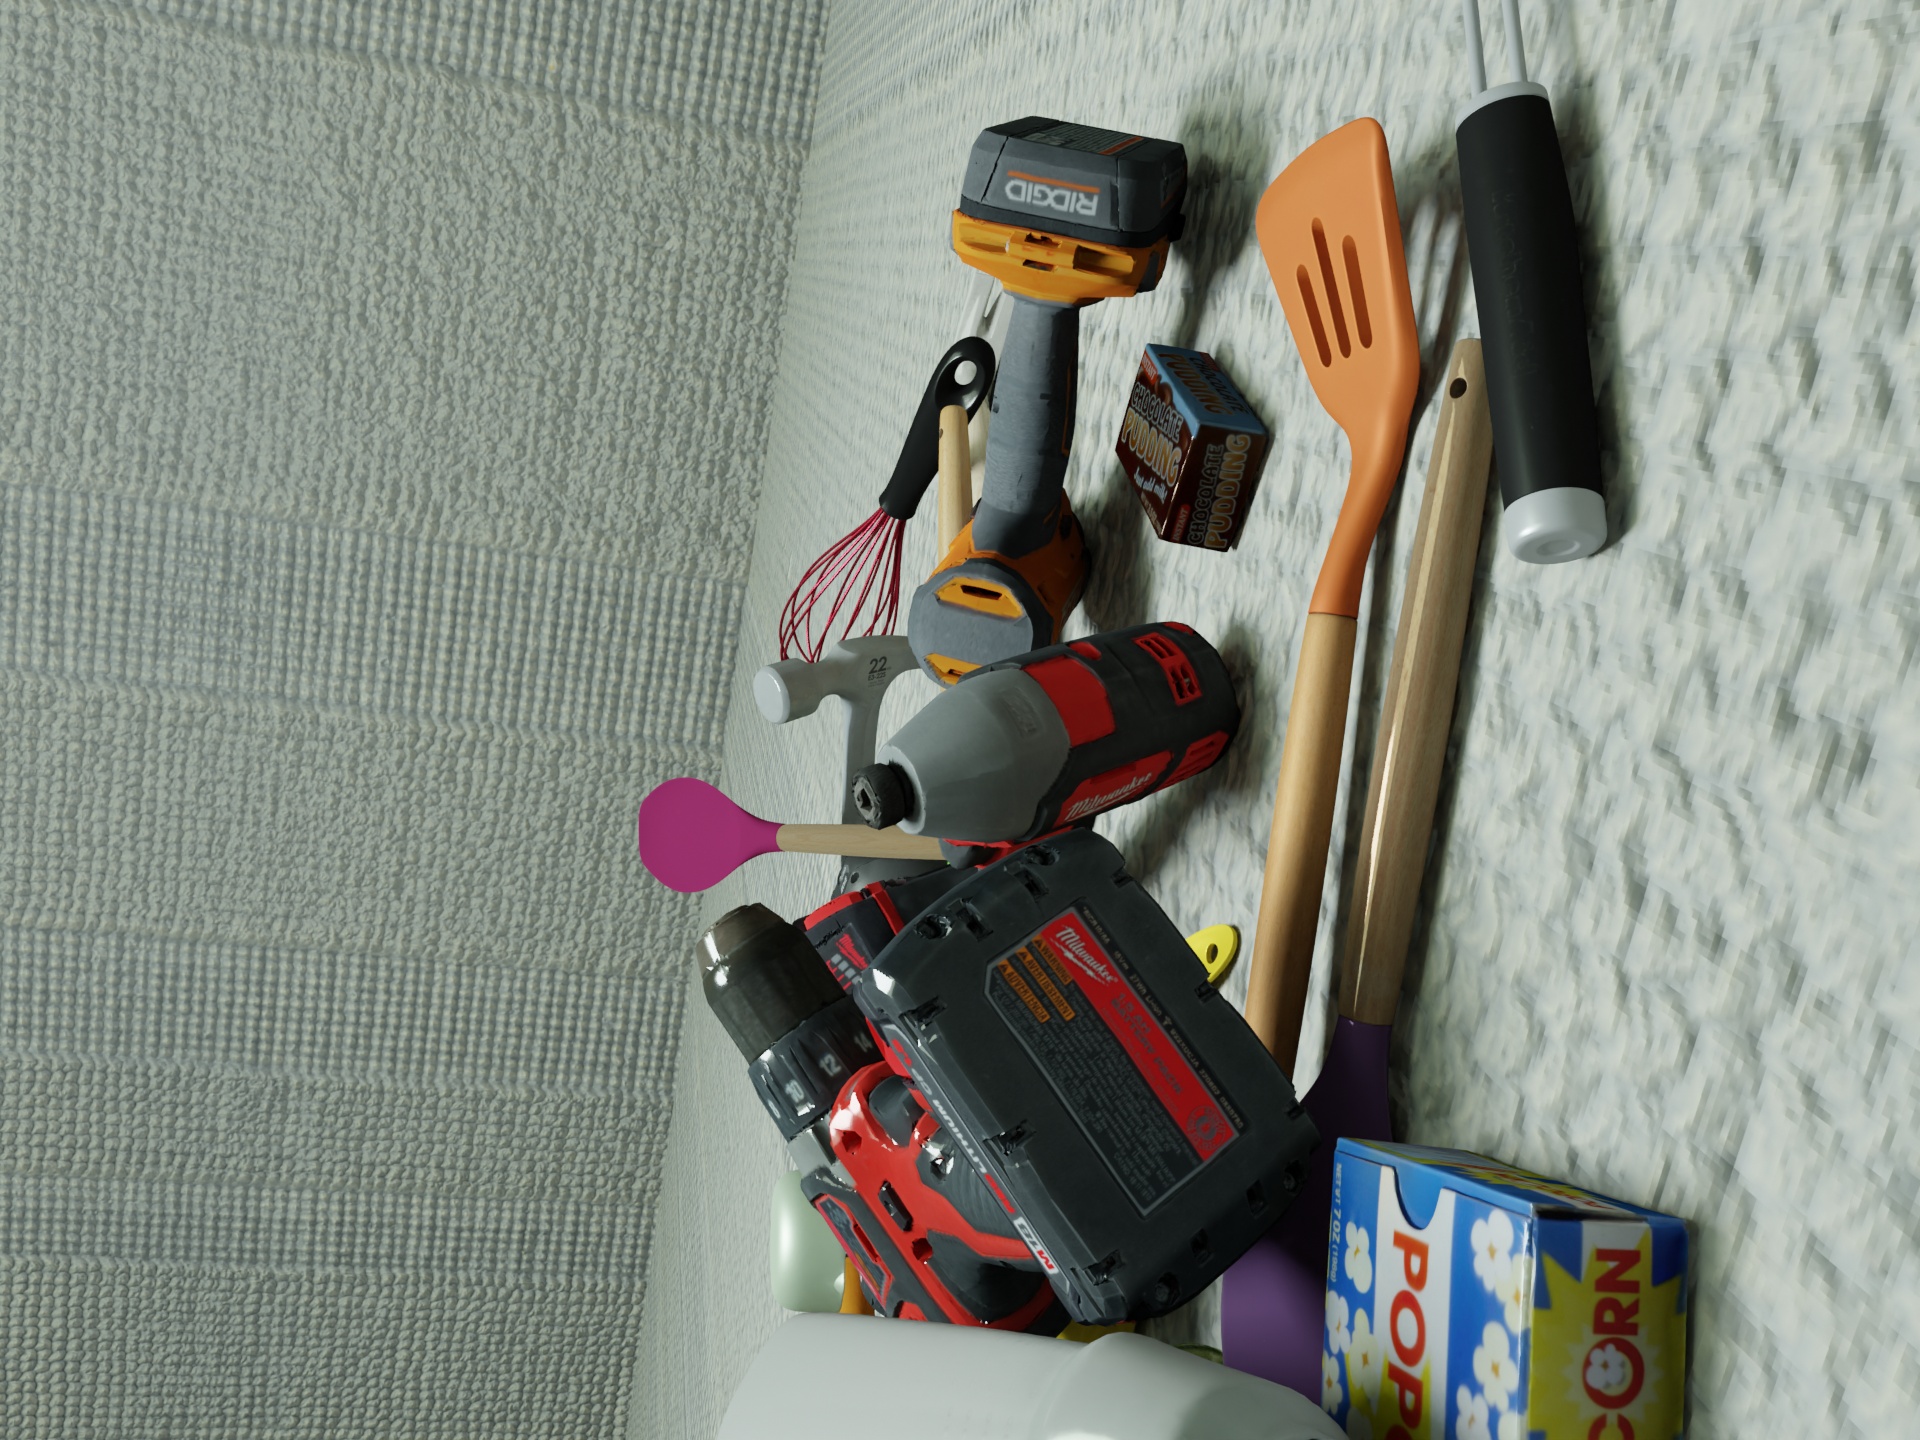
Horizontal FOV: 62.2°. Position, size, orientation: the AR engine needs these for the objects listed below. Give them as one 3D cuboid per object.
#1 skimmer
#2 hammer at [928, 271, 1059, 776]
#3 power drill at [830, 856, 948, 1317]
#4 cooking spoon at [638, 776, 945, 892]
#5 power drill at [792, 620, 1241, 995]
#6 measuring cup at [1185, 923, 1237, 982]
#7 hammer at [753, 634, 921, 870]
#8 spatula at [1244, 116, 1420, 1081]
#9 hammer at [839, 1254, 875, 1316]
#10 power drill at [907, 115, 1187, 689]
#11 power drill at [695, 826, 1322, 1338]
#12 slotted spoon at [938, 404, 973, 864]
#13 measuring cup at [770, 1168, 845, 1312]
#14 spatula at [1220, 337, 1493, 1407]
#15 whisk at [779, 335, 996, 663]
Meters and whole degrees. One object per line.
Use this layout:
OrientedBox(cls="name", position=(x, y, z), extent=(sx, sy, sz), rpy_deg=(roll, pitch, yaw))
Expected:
OrientedBox(cls="skimmer", position=(0.117, -0.219, 0.406), extent=(0.127, 0.090, 0.363), rpy_deg=(-17, 66, 41))
OrientedBox(cls="hammer", position=(0.024, -0.089, 0.863), extent=(0.411, 0.038, 0.146), rpy_deg=(-99, 22, -48))
OrientedBox(cls="power drill", position=(-0.027, 0.195, 0.853), extent=(0.171, 0.080, 0.223), rpy_deg=(111, 158, -46))
OrientedBox(cls="cooking spoon", position=(-0.079, 0.066, 0.875), extent=(0.319, 0.017, 0.069), rpy_deg=(-2, 88, 42))
OrientedBox(cls="power drill", position=(0.007, 0.054, 0.611), extent=(0.079, 0.143, 0.219), rpy_deg=(58, 148, 24))
OrientedBox(cls="measuring cup", position=(0.069, 0.118, 0.605), extent=(0.156, 0.029, 0.062), rpy_deg=(-50, 33, 46))
OrientedBox(cls="hammer", position=(-0.063, 0.132, 1.001), extent=(0.035, 0.144, 0.405), rpy_deg=(32, 129, 41))
OrientedBox(cls="spatula", position=(0.098, -0.008, 0.472), extent=(0.081, 0.041, 0.322), rpy_deg=(-179, 98, -76))
OrientedBox(cls="hammer", position=(-0.046, 0.420, 0.829), extent=(0.337, 0.034, 0.127), rpy_deg=(-104, 9, -55))
OrientedBox(cls="power drill", position=(0.037, -0.140, 0.700), extent=(0.164, 0.084, 0.226), rpy_deg=(-58, -20, -62))
OrientedBox(cls="power drill", position=(-0.008, 0.114, 0.501), extent=(0.188, 0.080, 0.226), rpy_deg=(54, 150, 11))
OrientedBox(cls="slotted spoon", position=(-0.001, -0.002, 0.777), extent=(0.070, 0.031, 0.314), rpy_deg=(156, 115, -67))
OrientedBox(cls="measuring cup", position=(-0.089, 0.325, 0.880), extent=(0.083, 0.038, 0.167), rpy_deg=(-115, 31, -69))
OrientedBox(cls="spatula", position=(0.112, 0.055, 0.432), extent=(0.060, 0.018, 0.316), rpy_deg=(14, 96, 50))
OrientedBox(cls="whisk", position=(-0.044, -0.116, 0.956), extent=(0.295, 0.073, 0.073), rpy_deg=(122, 152, -46))
